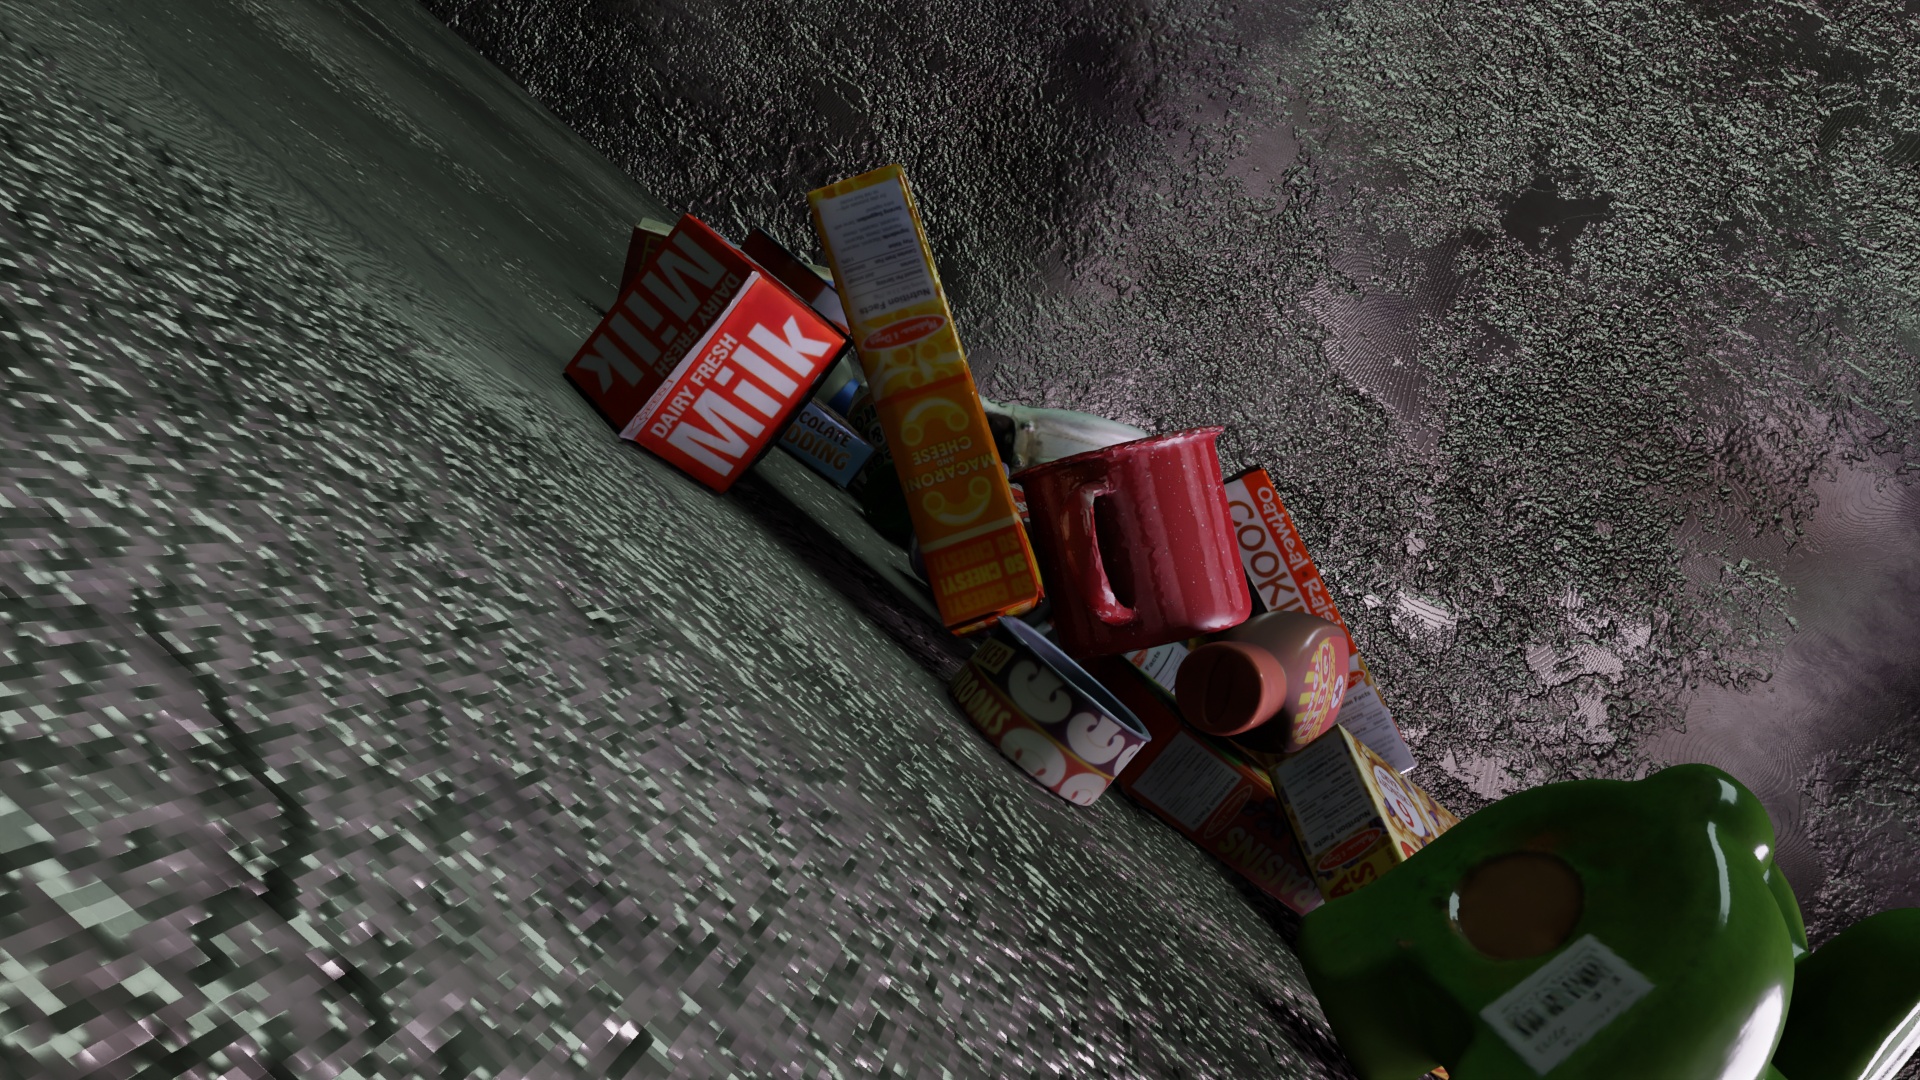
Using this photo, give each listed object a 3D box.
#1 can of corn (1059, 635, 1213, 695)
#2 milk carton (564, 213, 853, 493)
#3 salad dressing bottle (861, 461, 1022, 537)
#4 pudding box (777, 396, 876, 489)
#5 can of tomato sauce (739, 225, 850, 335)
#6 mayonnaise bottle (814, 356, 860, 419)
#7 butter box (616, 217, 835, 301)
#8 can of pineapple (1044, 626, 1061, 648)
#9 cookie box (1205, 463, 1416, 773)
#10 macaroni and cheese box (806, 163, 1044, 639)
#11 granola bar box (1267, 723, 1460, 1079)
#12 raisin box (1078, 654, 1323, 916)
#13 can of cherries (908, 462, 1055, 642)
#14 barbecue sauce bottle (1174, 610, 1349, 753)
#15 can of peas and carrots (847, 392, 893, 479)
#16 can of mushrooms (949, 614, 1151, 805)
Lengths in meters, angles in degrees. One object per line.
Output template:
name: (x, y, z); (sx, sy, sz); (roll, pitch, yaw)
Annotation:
can of corn: (0.093, 0.063, 0.721); (0.058, 0.071, 0.071); (39, 4, -20)
milk carton: (-0.092, -0.072, 0.537); (0.073, 0.072, 0.191); (38, 4, -7)
salad dressing bottle: (0.003, -0.010, 0.783); (0.147, 0.064, 0.044); (19, 29, -53)
pudding box: (-0.091, -0.067, 0.756); (0.083, 0.030, 0.050); (36, 4, -35)
can of tomato sauce: (-0.098, -0.098, 0.666); (0.071, 0.083, 0.071); (39, 4, -3)
mayonnaise bottle: (-0.111, -0.121, 0.939); (0.148, 0.065, 0.041); (43, 0, -4)
butter box: (-0.120, -0.125, 0.709); (0.103, 0.053, 0.024); (13, 20, -12)
can of pineapple: (0.050, 0.021, 0.770); (0.058, 0.071, 0.071); (43, 5, 39)
cookie box: (0.158, 0.059, 0.736); (0.167, 0.040, 0.122); (65, -19, 11)
macaroni and cheese box: (-0.010, -0.047, 0.552); (0.123, 0.040, 0.166); (67, 5, -83)
granola bar box: (0.200, 0.162, 0.561); (0.165, 0.039, 0.125); (36, 26, -34)
raisin box: (0.107, 0.104, 0.615); (0.123, 0.040, 0.086); (38, 4, -26)
can of cherries: (0.019, 0.007, 0.653); (0.058, 0.071, 0.071); (44, 6, 38)
barbecue sauce bottle: (0.131, 0.062, 0.599); (0.044, 0.065, 0.148); (14, 3, 27)
can of peas and carrots: (-0.027, -0.054, 0.798); (0.071, 0.071, 0.059); (31, 35, -63)
can of mushrooms: (0.029, 0.057, 0.481); (0.071, 0.033, 0.071); (40, 5, -4)
